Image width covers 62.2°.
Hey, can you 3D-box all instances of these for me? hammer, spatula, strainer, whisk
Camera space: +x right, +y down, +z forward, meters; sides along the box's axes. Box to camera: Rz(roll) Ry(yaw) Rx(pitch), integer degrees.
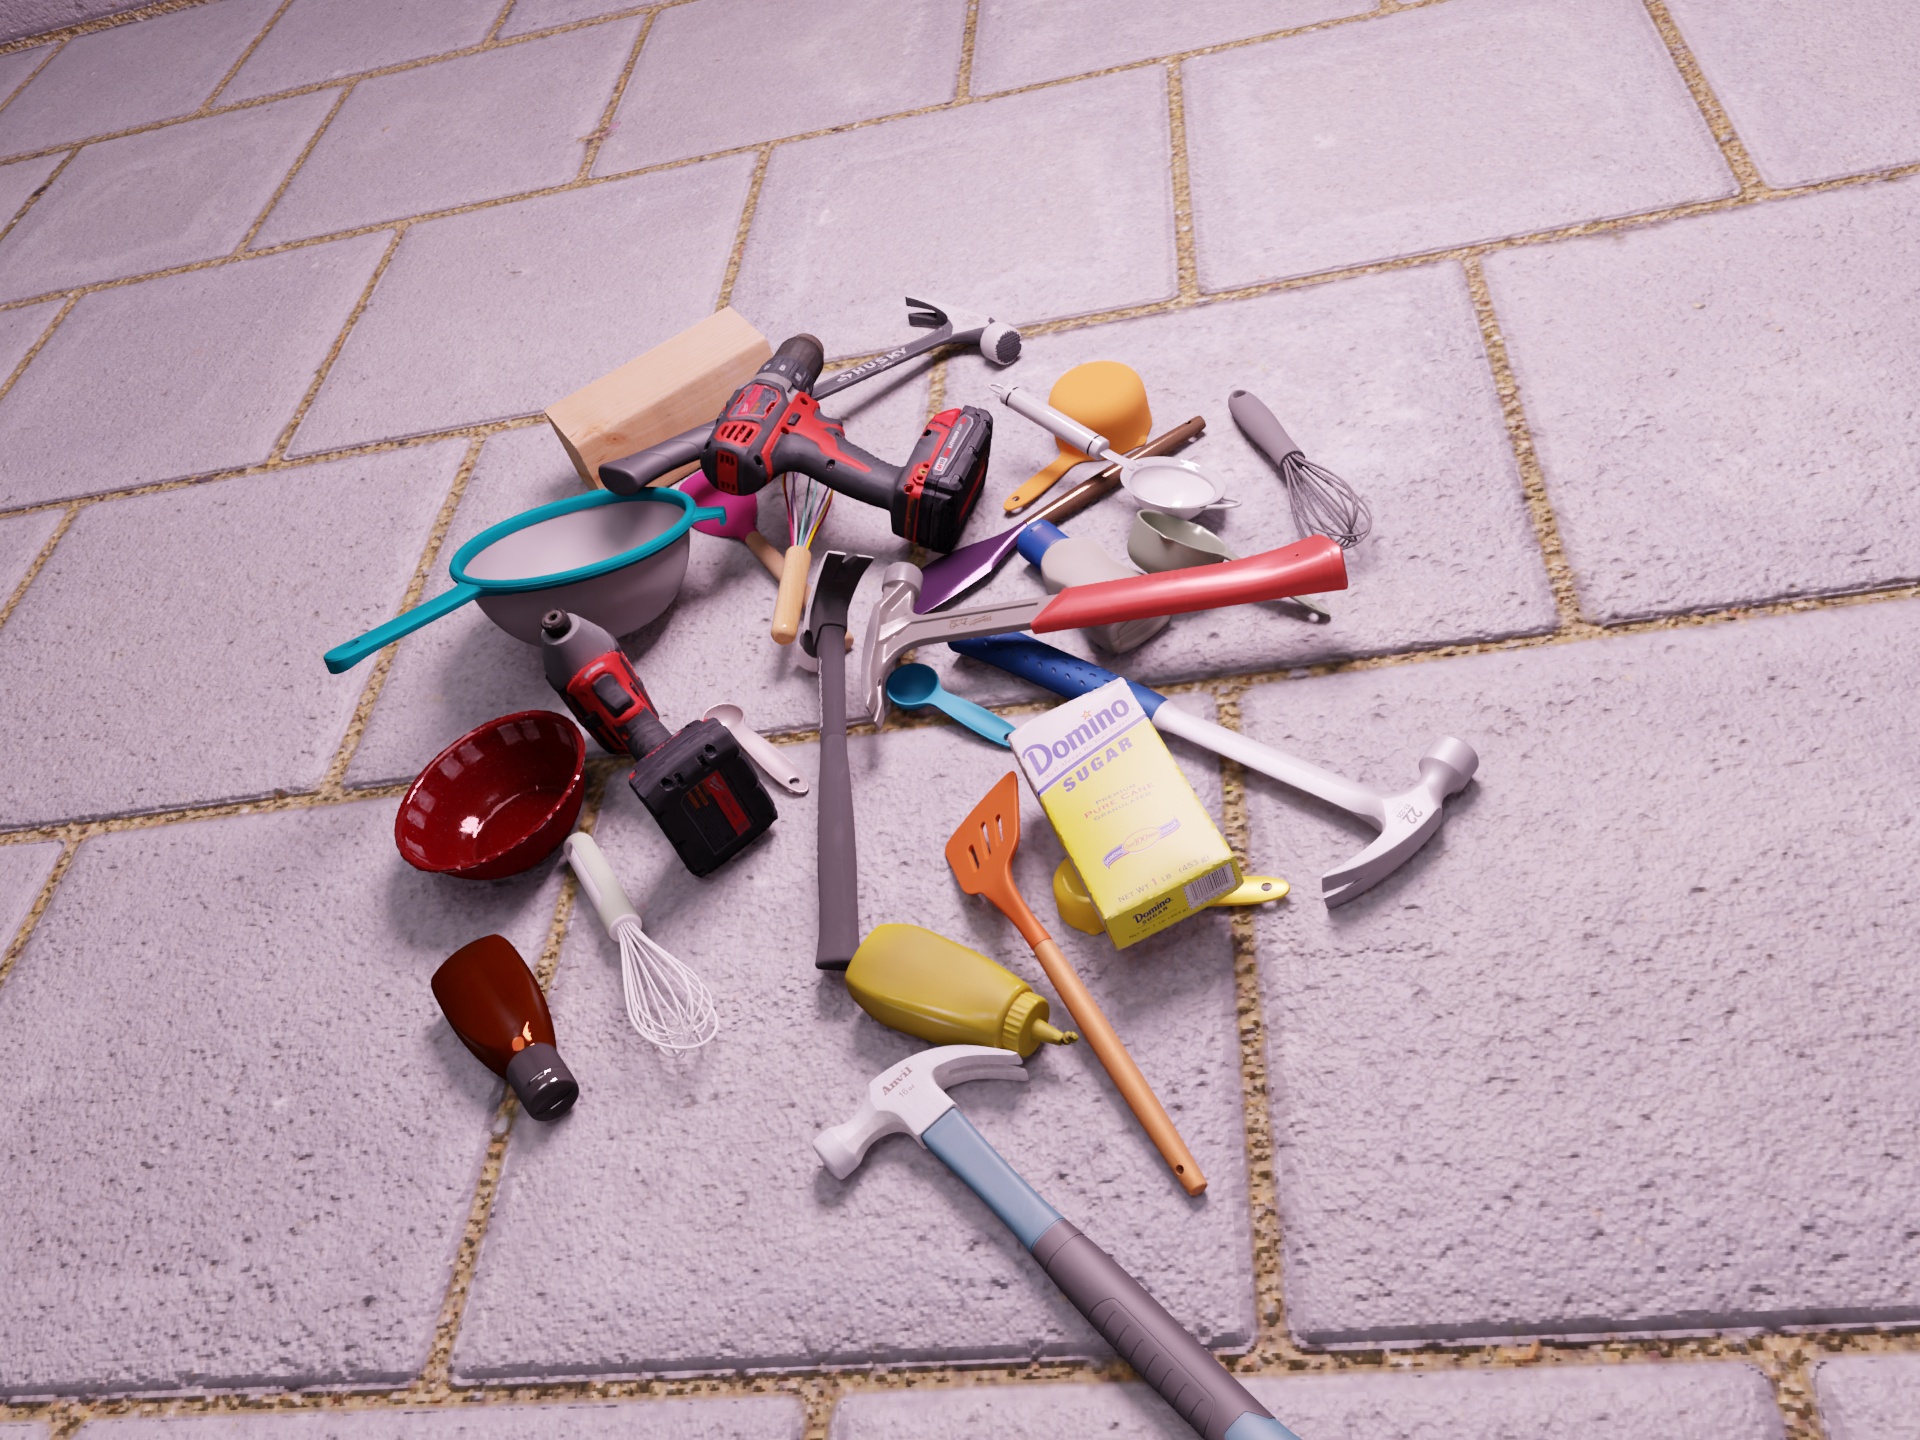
[{"bbox_3d":[0.058,0.300,0.891,0.128,0.033,0.331,-39,49,-16],"label":"hammer"},{"bbox_3d":[0.076,-0.175,1.335,0.316,0.018,0.060,-32,38,-11],"label":"spatula"},{"bbox_3d":[0.121,-0.220,1.316,0.259,0.050,0.087,36,45,25],"label":"strainer"},{"bbox_3d":[0.148,0.003,1.133,0.406,0.035,0.144,25,60,35],"label":"hammer"},{"bbox_3d":[-0.359,-0.090,1.317,0.211,0.095,0.340,14,38,41],"label":"strainer"},{"bbox_3d":[-0.234,0.152,1.122,0.059,0.057,0.247,-3,31,-33],"label":"whisk"},{"bbox_3d":[-0.090,0.029,1.145,0.035,0.146,0.335,6,53,-14],"label":"hammer"},{"bbox_3d":[0.070,0.162,1.010,0.081,0.041,0.323,-50,50,20],"label":"spatula"},{"bbox_3d":[-0.146,-0.301,1.469,0.409,0.036,0.149,-29,42,-23],"label":"hammer"},{"bbox_3d":[-0.138,-0.154,1.352,0.047,0.051,0.245,13,47,-10],"label":"whisk"},{"bbox_3d":[0.265,-0.207,1.285,0.055,0.055,0.239,-21,41,-1],"label":"whisk"},{"bbox_3d":[0.101,-0.079,1.169,0.359,0.036,0.149,-7,50,17],"label":"hammer"}]

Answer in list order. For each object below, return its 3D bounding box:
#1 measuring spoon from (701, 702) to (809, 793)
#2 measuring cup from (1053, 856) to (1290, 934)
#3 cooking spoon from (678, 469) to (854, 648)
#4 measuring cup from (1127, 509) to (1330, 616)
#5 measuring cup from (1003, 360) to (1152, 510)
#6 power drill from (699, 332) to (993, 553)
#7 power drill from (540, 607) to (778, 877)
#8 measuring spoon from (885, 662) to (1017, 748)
[{"bbox_3d":[-0.158,0.026,1.235,0.034,0.018,0.124,-31,52,-29],"label":"measuring spoon"},{"bbox_3d":[0.136,0.106,1.044,0.156,0.029,0.062,-4,47,19],"label":"measuring cup"},{"bbox_3d":[-0.171,-0.148,1.395,0.069,0.017,0.319,-34,47,-10],"label":"cooking spoon"},{"bbox_3d":[0.202,-0.108,1.216,0.168,0.038,0.083,32,24,18],"label":"measuring cup"},{"bbox_3d":[0.092,-0.248,1.372,0.095,0.052,0.173,29,60,37],"label":"measuring cup"},{"bbox_3d":[-0.089,-0.246,1.362,0.227,0.080,0.188,17,51,8],"label":"power drill"},{"bbox_3d":[-0.239,0.006,1.190,0.078,0.143,0.220,-38,50,-14],"label":"power drill"},{"bbox_3d":[-0.002,-0.004,1.209,0.129,0.021,0.042,29,61,27],"label":"measuring spoon"}]
